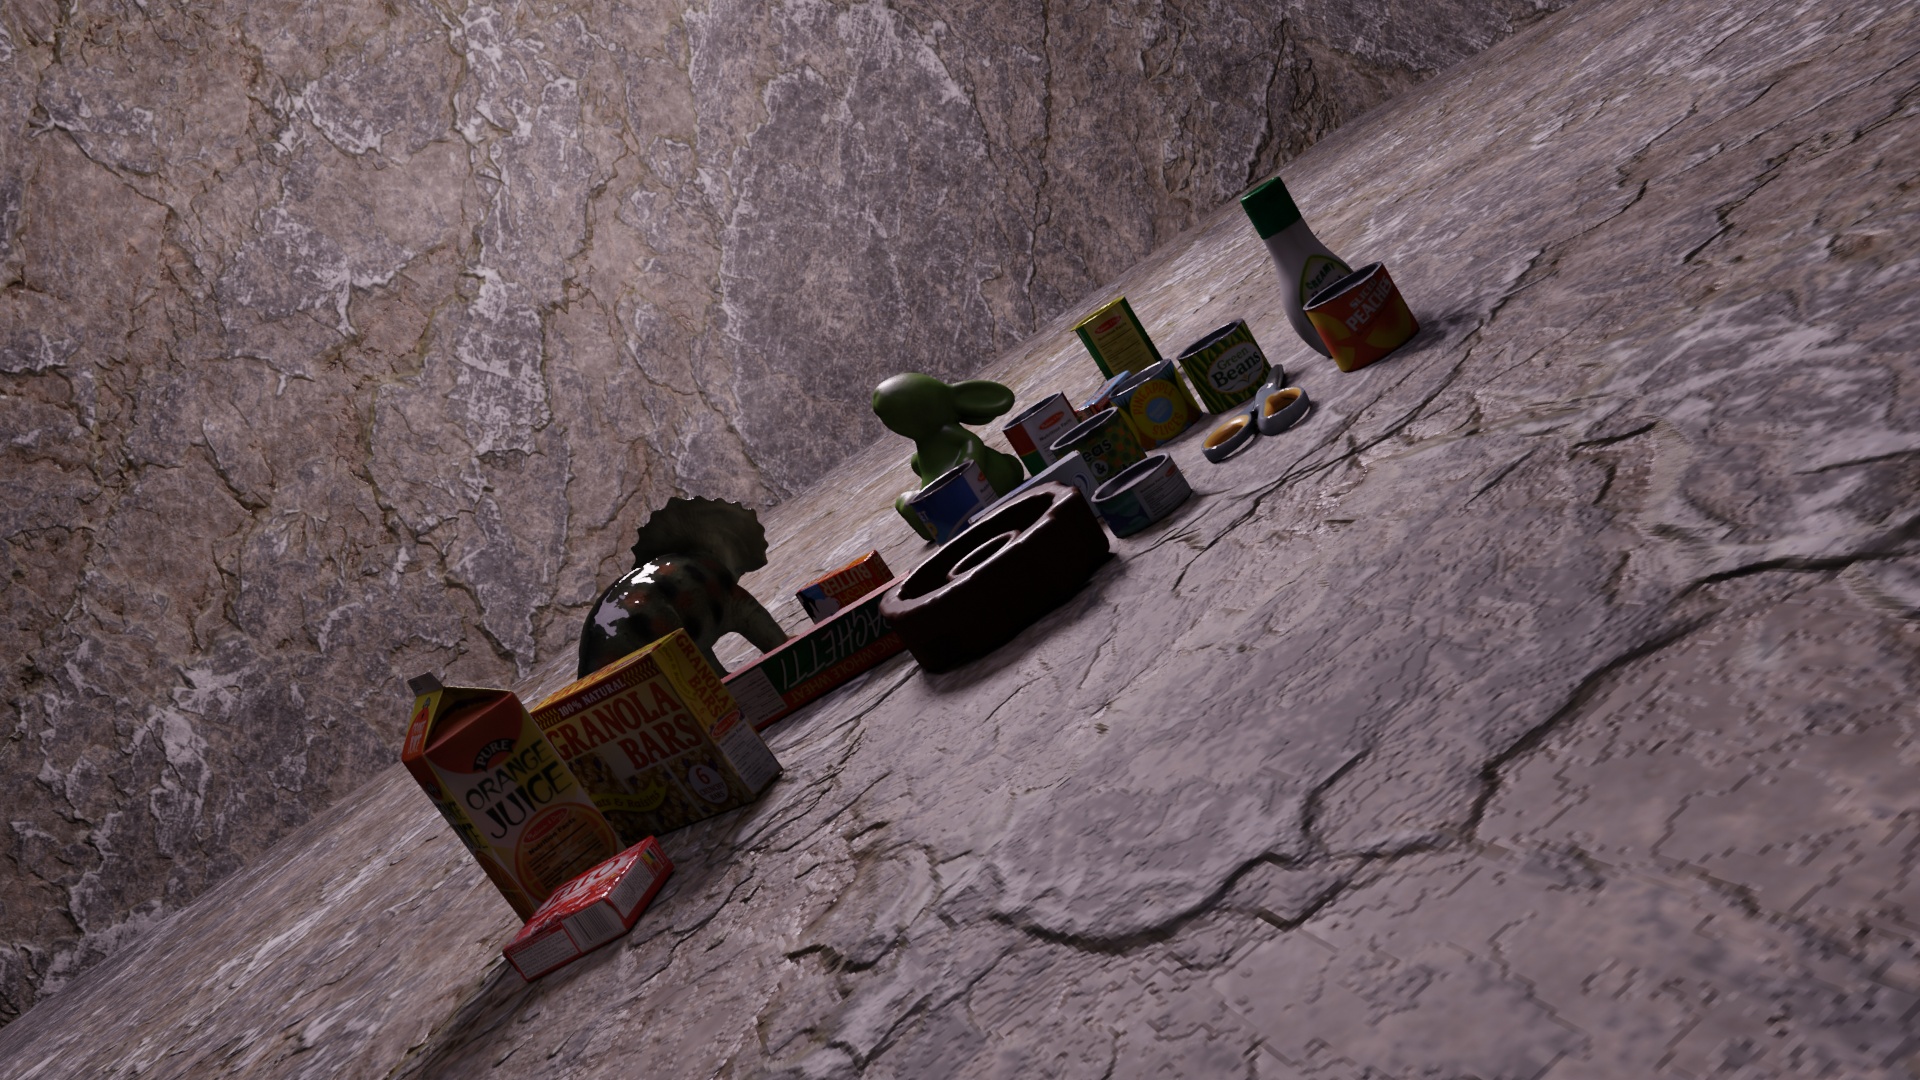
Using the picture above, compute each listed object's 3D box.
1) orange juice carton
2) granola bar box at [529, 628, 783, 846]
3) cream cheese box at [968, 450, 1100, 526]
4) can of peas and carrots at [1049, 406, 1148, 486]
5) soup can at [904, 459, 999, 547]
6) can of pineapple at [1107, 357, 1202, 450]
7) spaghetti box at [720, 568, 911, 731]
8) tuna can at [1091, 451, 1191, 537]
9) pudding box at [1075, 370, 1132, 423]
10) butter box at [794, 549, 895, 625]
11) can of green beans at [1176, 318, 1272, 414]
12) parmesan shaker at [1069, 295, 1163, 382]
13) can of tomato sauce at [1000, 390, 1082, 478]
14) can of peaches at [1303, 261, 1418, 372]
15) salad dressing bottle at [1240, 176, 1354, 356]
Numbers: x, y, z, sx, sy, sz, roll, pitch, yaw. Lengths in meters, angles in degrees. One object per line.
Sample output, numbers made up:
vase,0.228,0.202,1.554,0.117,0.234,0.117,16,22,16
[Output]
orange juice carton,-0.313,0.170,0.948,0.073,0.192,0.071,-39,10,-32
granola bar box,-0.220,0.144,0.984,0.165,0.124,0.039,-26,11,39
cream cheese box,0.064,-0.021,1.104,0.104,0.053,0.024,-33,9,0
can of peas and carrots,0.117,-0.069,1.154,0.071,0.058,0.071,-32,9,6
soup can,0.004,-0.015,1.176,0.071,0.083,0.071,-32,9,6
can of pineapple,0.173,-0.120,1.234,0.071,0.058,0.071,-32,9,6
spaghetti box,-0.123,0.101,1.110,0.249,0.050,0.029,-30,9,17
tuna can,0.129,-0.033,1.004,0.071,0.033,0.071,-32,9,6
pudding box,0.151,-0.128,1.374,0.030,0.049,0.084,-25,12,42
butter box,-0.103,0.050,1.298,0.103,0.053,0.024,-26,11,39
can of green beans,0.229,-0.150,1.198,0.071,0.057,0.071,-32,9,6
parmesan shaker,0.177,-0.207,1.533,0.071,0.103,0.071,-32,9,6
can of tomato sauce,0.086,-0.084,1.261,0.071,0.083,0.071,-32,9,6
can of peaches,0.302,-0.168,1.042,0.071,0.058,0.071,-32,9,6
salad dressing bottle,0.278,-0.221,1.122,0.064,0.147,0.044,-34,9,-6
